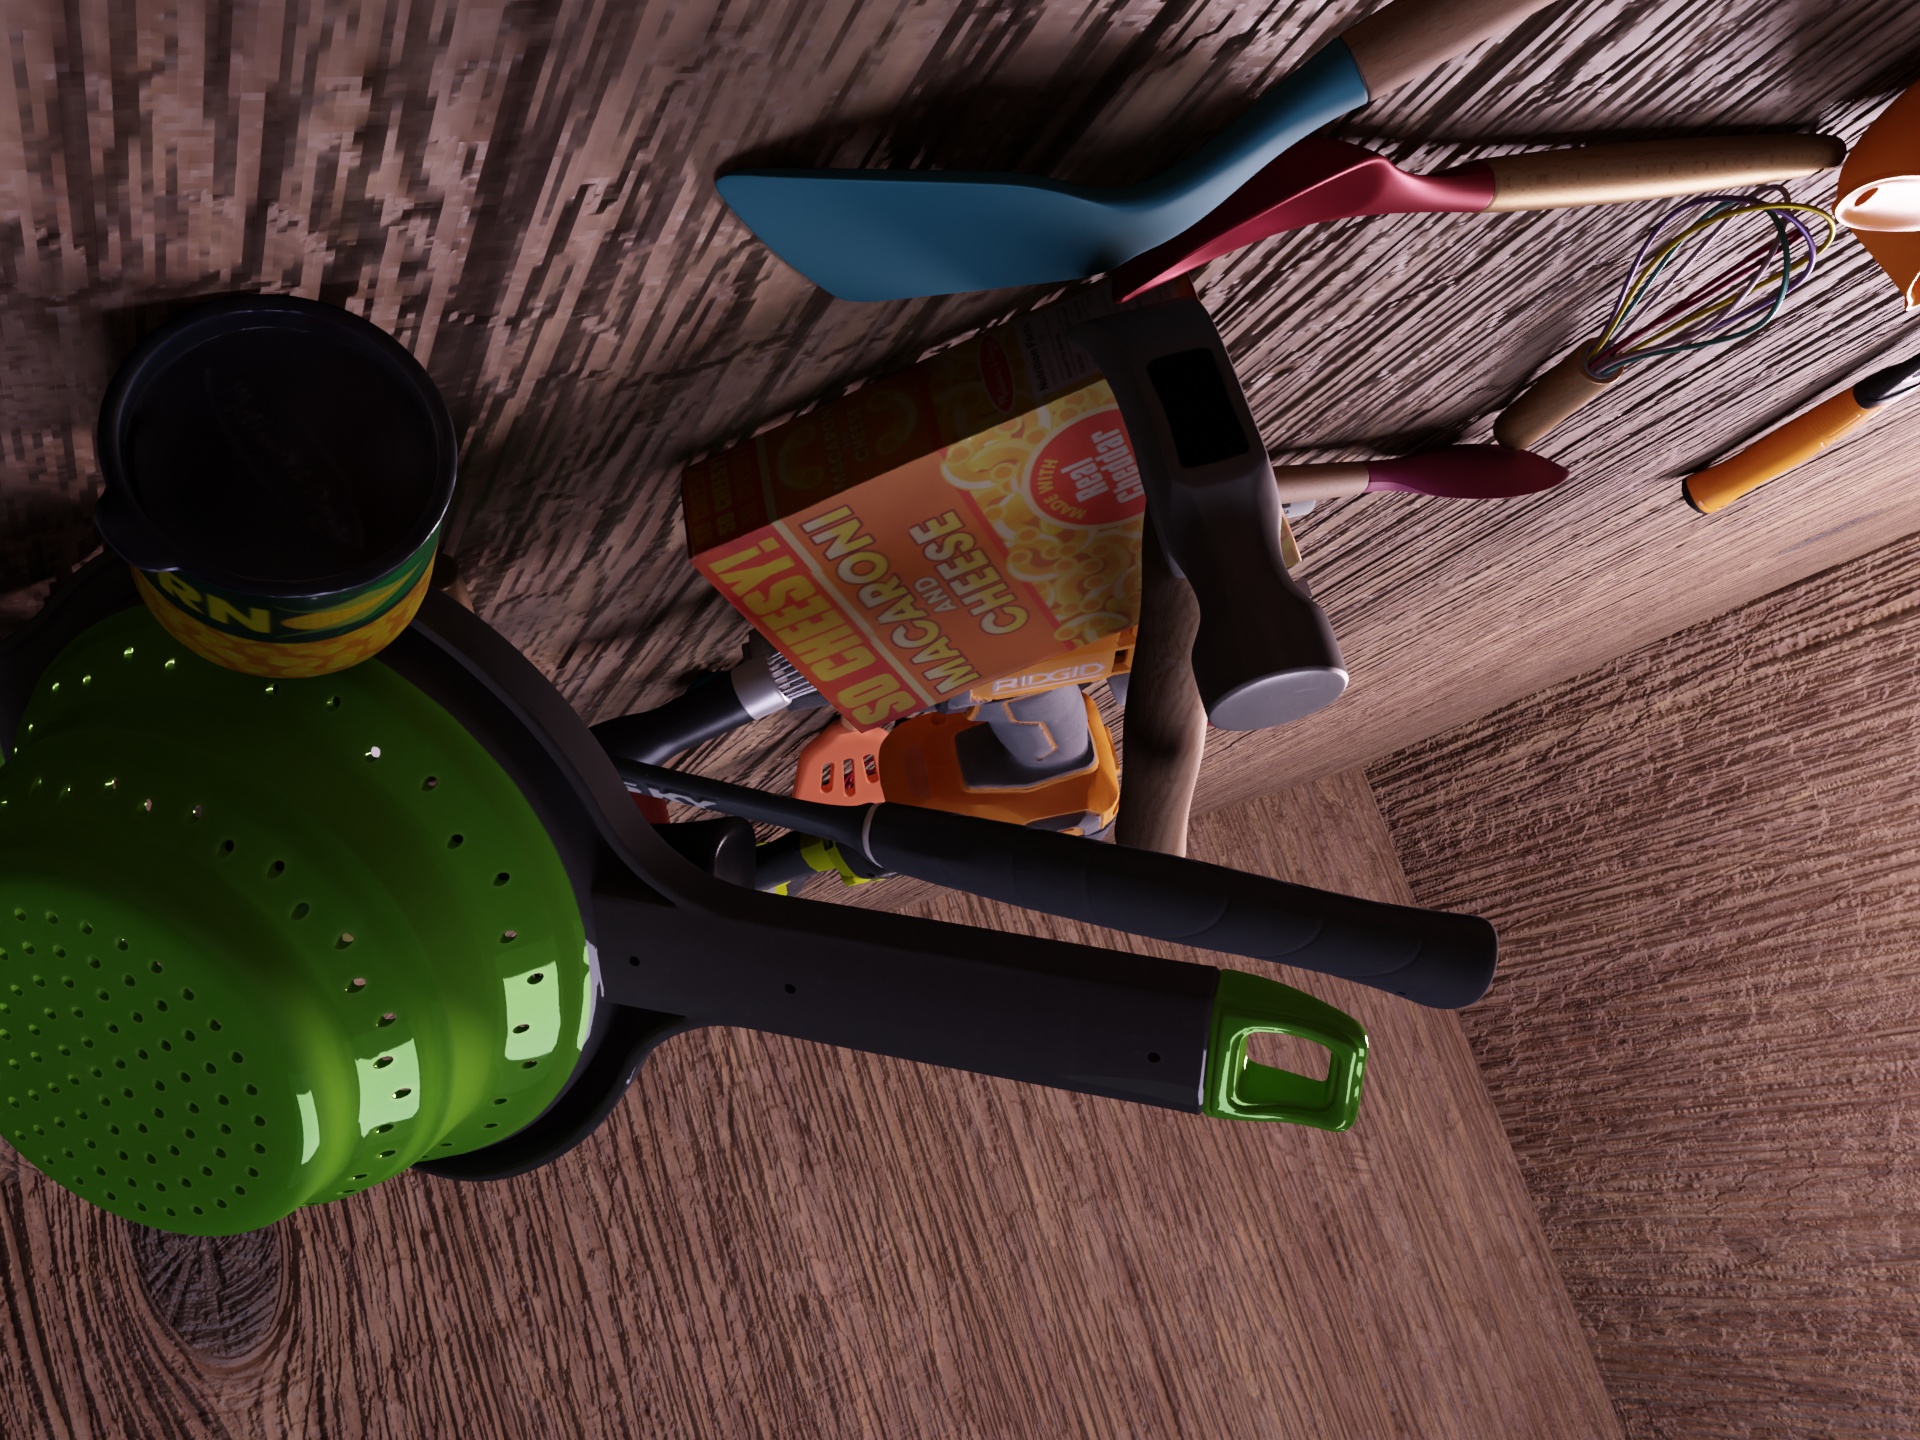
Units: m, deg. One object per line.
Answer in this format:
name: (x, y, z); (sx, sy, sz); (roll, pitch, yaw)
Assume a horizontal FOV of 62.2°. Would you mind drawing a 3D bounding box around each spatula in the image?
spatula: (-0.056, 0.002, 0.889); (0.081, 0.041, 0.322); (-11, 168, -10)
spatula: (0.102, -0.161, 0.334); (0.317, 0.044, 0.082); (-26, 168, 14)

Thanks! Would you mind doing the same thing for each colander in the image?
colander: (-0.107, 0.071, 0.385); (0.397, 0.204, 0.094); (8, -152, 14)

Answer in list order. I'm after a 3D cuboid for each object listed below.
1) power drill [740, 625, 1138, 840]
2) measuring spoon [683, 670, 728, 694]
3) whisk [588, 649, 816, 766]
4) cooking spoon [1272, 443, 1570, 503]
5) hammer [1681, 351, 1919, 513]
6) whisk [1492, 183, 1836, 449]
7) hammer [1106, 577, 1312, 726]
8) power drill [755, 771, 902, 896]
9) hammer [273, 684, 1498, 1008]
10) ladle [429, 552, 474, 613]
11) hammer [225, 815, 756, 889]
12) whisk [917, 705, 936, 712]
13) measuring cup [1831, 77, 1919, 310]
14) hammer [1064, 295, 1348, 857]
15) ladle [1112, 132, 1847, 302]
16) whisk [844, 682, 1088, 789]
power drill: (-0.001, -0.002, 0.746); (0.185, 0.084, 0.226); (-10, 155, -6)
measuring spoon: (-0.120, -0.010, 0.788); (0.042, 0.021, 0.128); (-19, 180, -8)
whisk: (-0.049, -0.027, 0.621); (0.284, 0.070, 0.070); (-25, 170, 10)
cooking spoon: (0.162, -0.109, 0.721); (0.318, 0.017, 0.069); (-11, -151, -31)
hammer: (0.567, -0.202, 0.989); (0.127, 0.034, 0.337); (-16, 170, -12)
whisk: (0.278, -0.155, 0.657); (0.047, 0.051, 0.245); (-24, 174, -6)
hammer: (0.150, -0.037, 0.854); (0.143, 0.038, 0.386); (-21, -177, 5)
power drill: (-0.116, 0.106, 1.274); (0.223, 0.080, 0.171); (-21, 171, 32)
hammer: (-0.040, 0.029, 0.494); (0.409, 0.036, 0.149); (12, 163, 4)
ladle: (-0.194, 0.000, 0.636); (0.078, 0.062, 0.320); (-15, 163, -17)
hammer: (-0.205, 0.045, 0.511); (0.335, 0.035, 0.146); (-1, 172, 30)
whisk: (0.050, -0.045, 0.835); (0.239, 0.055, 0.055); (-21, 171, 42)
measuring cup: (0.304, -0.179, 0.499); (0.173, 0.052, 0.095); (-13, 156, -36)
hammer: (0.063, -0.011, 0.492); (0.031, 0.130, 0.331); (-13, 159, 0)
ladle: (0.170, -0.158, 0.467); (0.315, 0.031, 0.069); (-16, -179, -30)
whisk: (0.002, 0.015, 1.035); (0.073, 0.073, 0.295); (-11, 163, -39)
